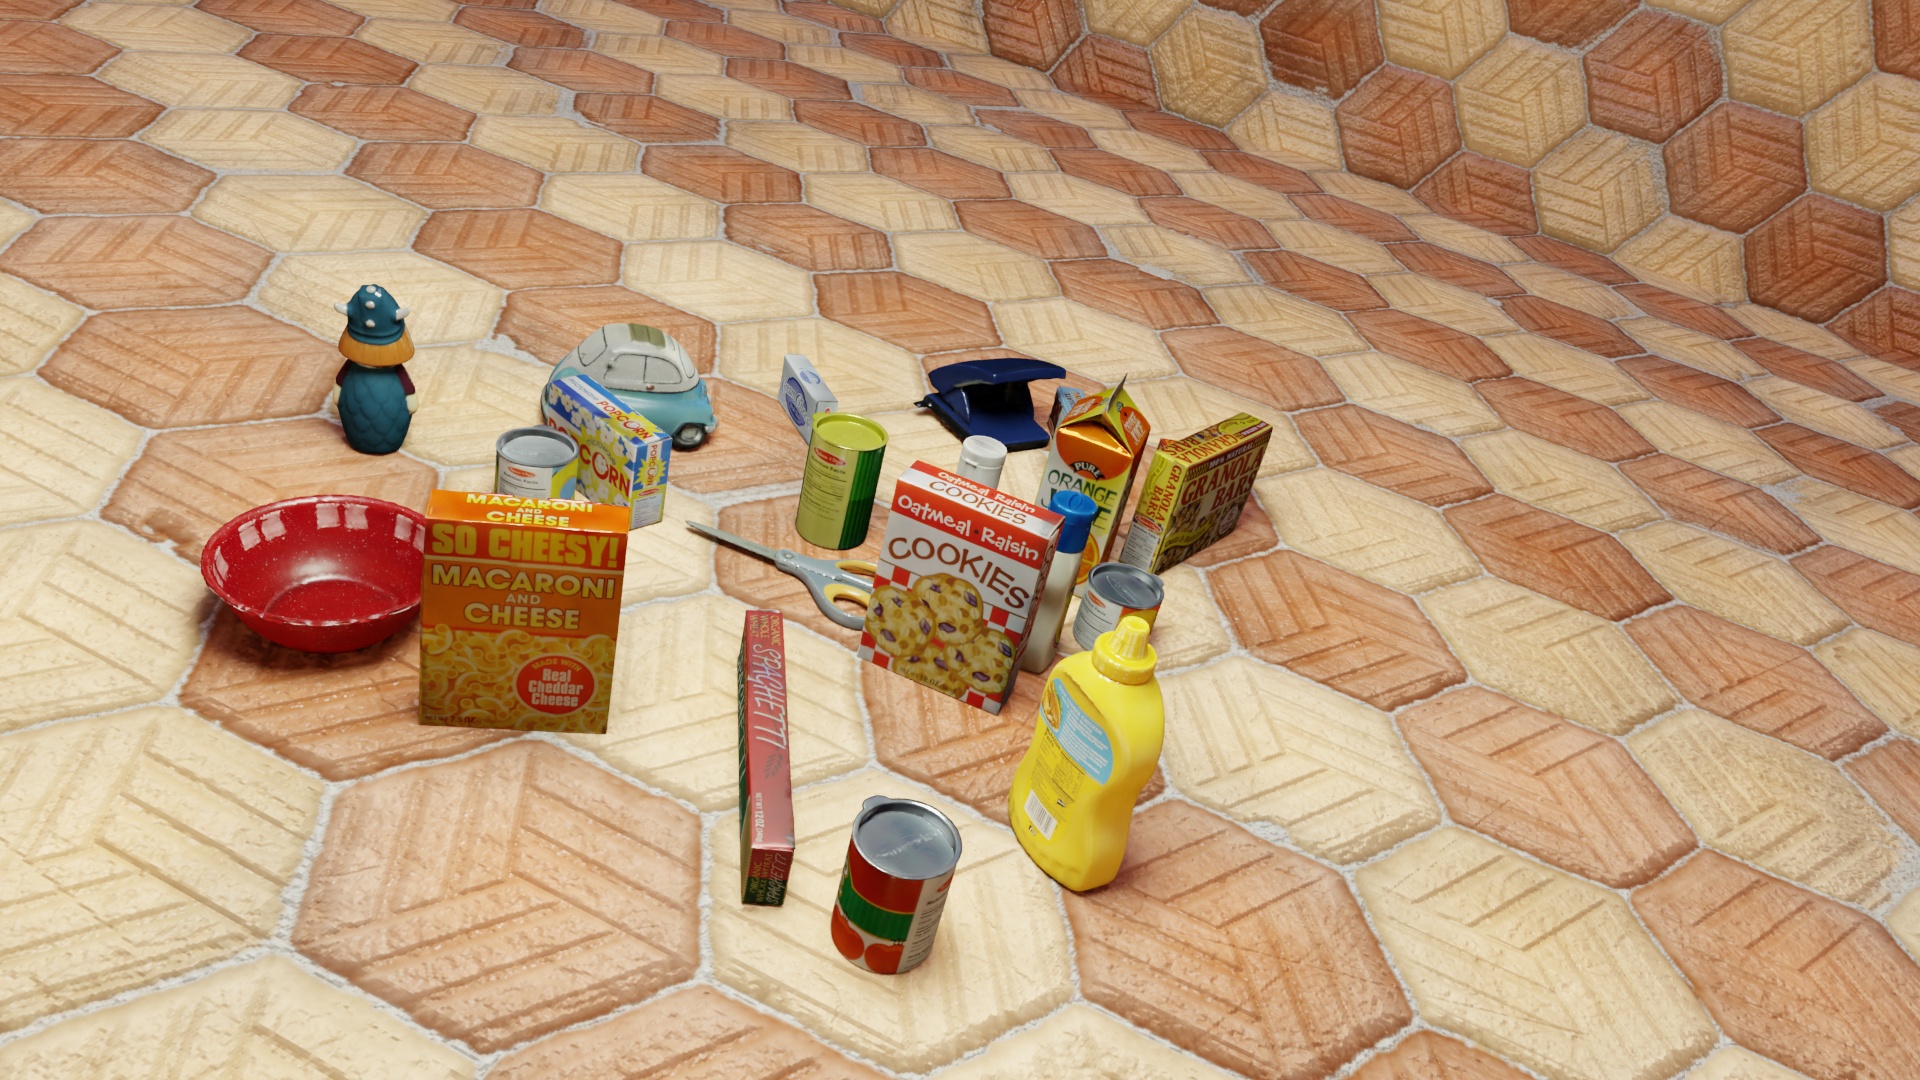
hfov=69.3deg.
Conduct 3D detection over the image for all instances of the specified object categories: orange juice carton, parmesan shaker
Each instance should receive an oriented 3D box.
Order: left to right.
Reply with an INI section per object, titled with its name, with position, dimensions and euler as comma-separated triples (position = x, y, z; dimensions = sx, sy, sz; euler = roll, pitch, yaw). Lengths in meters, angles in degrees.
[parmesan shaker]
position = -0.107, -0.053, 1.216
dimensions = 0.071, 0.102, 0.071
euler = 11, 31, -6
[orange juice carton]
position = 0.113, -0.052, 1.221
dimensions = 0.073, 0.191, 0.072
euler = 21, 31, 11

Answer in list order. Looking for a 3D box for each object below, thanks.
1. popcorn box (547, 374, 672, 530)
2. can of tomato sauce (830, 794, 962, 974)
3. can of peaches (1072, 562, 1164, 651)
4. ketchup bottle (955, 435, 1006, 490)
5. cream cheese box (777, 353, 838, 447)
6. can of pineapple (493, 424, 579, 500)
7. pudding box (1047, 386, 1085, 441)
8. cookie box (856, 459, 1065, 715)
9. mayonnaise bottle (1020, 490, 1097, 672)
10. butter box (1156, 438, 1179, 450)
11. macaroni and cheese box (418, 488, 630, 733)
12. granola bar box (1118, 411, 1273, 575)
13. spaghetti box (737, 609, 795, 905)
[popcorn box]
position = -0.304, -0.077, 1.189
dimensions = 0.127, 0.084, 0.038
euler = 34, 36, 30
[can of tomato sauce]
position = -0.042, 0.208, 0.838
dimensions = 0.071, 0.082, 0.071
euler = 11, 31, -6
[can of peaches]
position = 0.135, 0.060, 1.178
dimensions = 0.071, 0.057, 0.071
euler = 11, 31, -6
[ketchup bottle]
position = 0.004, -0.014, 1.156
dimensions = 0.065, 0.148, 0.044
euler = 28, 33, 21
[cream cheese box]
position = -0.153, -0.140, 1.387
dimensions = 0.024, 0.053, 0.104
euler = -3, 35, -27
[can of pineapple]
position = -0.353, -0.055, 1.159
dimensions = 0.071, 0.057, 0.071
euler = 11, 31, -6
[pudding box]
position = 0.118, -0.124, 1.479
dimensions = 0.030, 0.049, 0.084
euler = 7, 31, -13
[cookie box]
position = -0.002, 0.036, 1.053
dimensions = 0.123, 0.166, 0.040
euler = 22, 31, 12
[mayonnaise bottle]
position = 0.073, 0.031, 1.111
dimensions = 0.041, 0.147, 0.065
euler = 19, 31, 7
[butter box]
position = 0.252, -0.073, 1.449
dimensions = 0.103, 0.052, 0.024
euler = 8, 31, -10
[macaroni and cheese box]
position = -0.287, 0.049, 0.912
dimensions = 0.124, 0.165, 0.040
euler = 5, 32, -16
[granola bar box]
position = 0.226, -0.045, 1.323
dimensions = 0.039, 0.123, 0.166
euler = 32, 35, 27
[spaghetti box]
position = -0.134, 0.137, 0.946
dimensions = 0.029, 0.050, 0.251
euler = 6, 32, -14
